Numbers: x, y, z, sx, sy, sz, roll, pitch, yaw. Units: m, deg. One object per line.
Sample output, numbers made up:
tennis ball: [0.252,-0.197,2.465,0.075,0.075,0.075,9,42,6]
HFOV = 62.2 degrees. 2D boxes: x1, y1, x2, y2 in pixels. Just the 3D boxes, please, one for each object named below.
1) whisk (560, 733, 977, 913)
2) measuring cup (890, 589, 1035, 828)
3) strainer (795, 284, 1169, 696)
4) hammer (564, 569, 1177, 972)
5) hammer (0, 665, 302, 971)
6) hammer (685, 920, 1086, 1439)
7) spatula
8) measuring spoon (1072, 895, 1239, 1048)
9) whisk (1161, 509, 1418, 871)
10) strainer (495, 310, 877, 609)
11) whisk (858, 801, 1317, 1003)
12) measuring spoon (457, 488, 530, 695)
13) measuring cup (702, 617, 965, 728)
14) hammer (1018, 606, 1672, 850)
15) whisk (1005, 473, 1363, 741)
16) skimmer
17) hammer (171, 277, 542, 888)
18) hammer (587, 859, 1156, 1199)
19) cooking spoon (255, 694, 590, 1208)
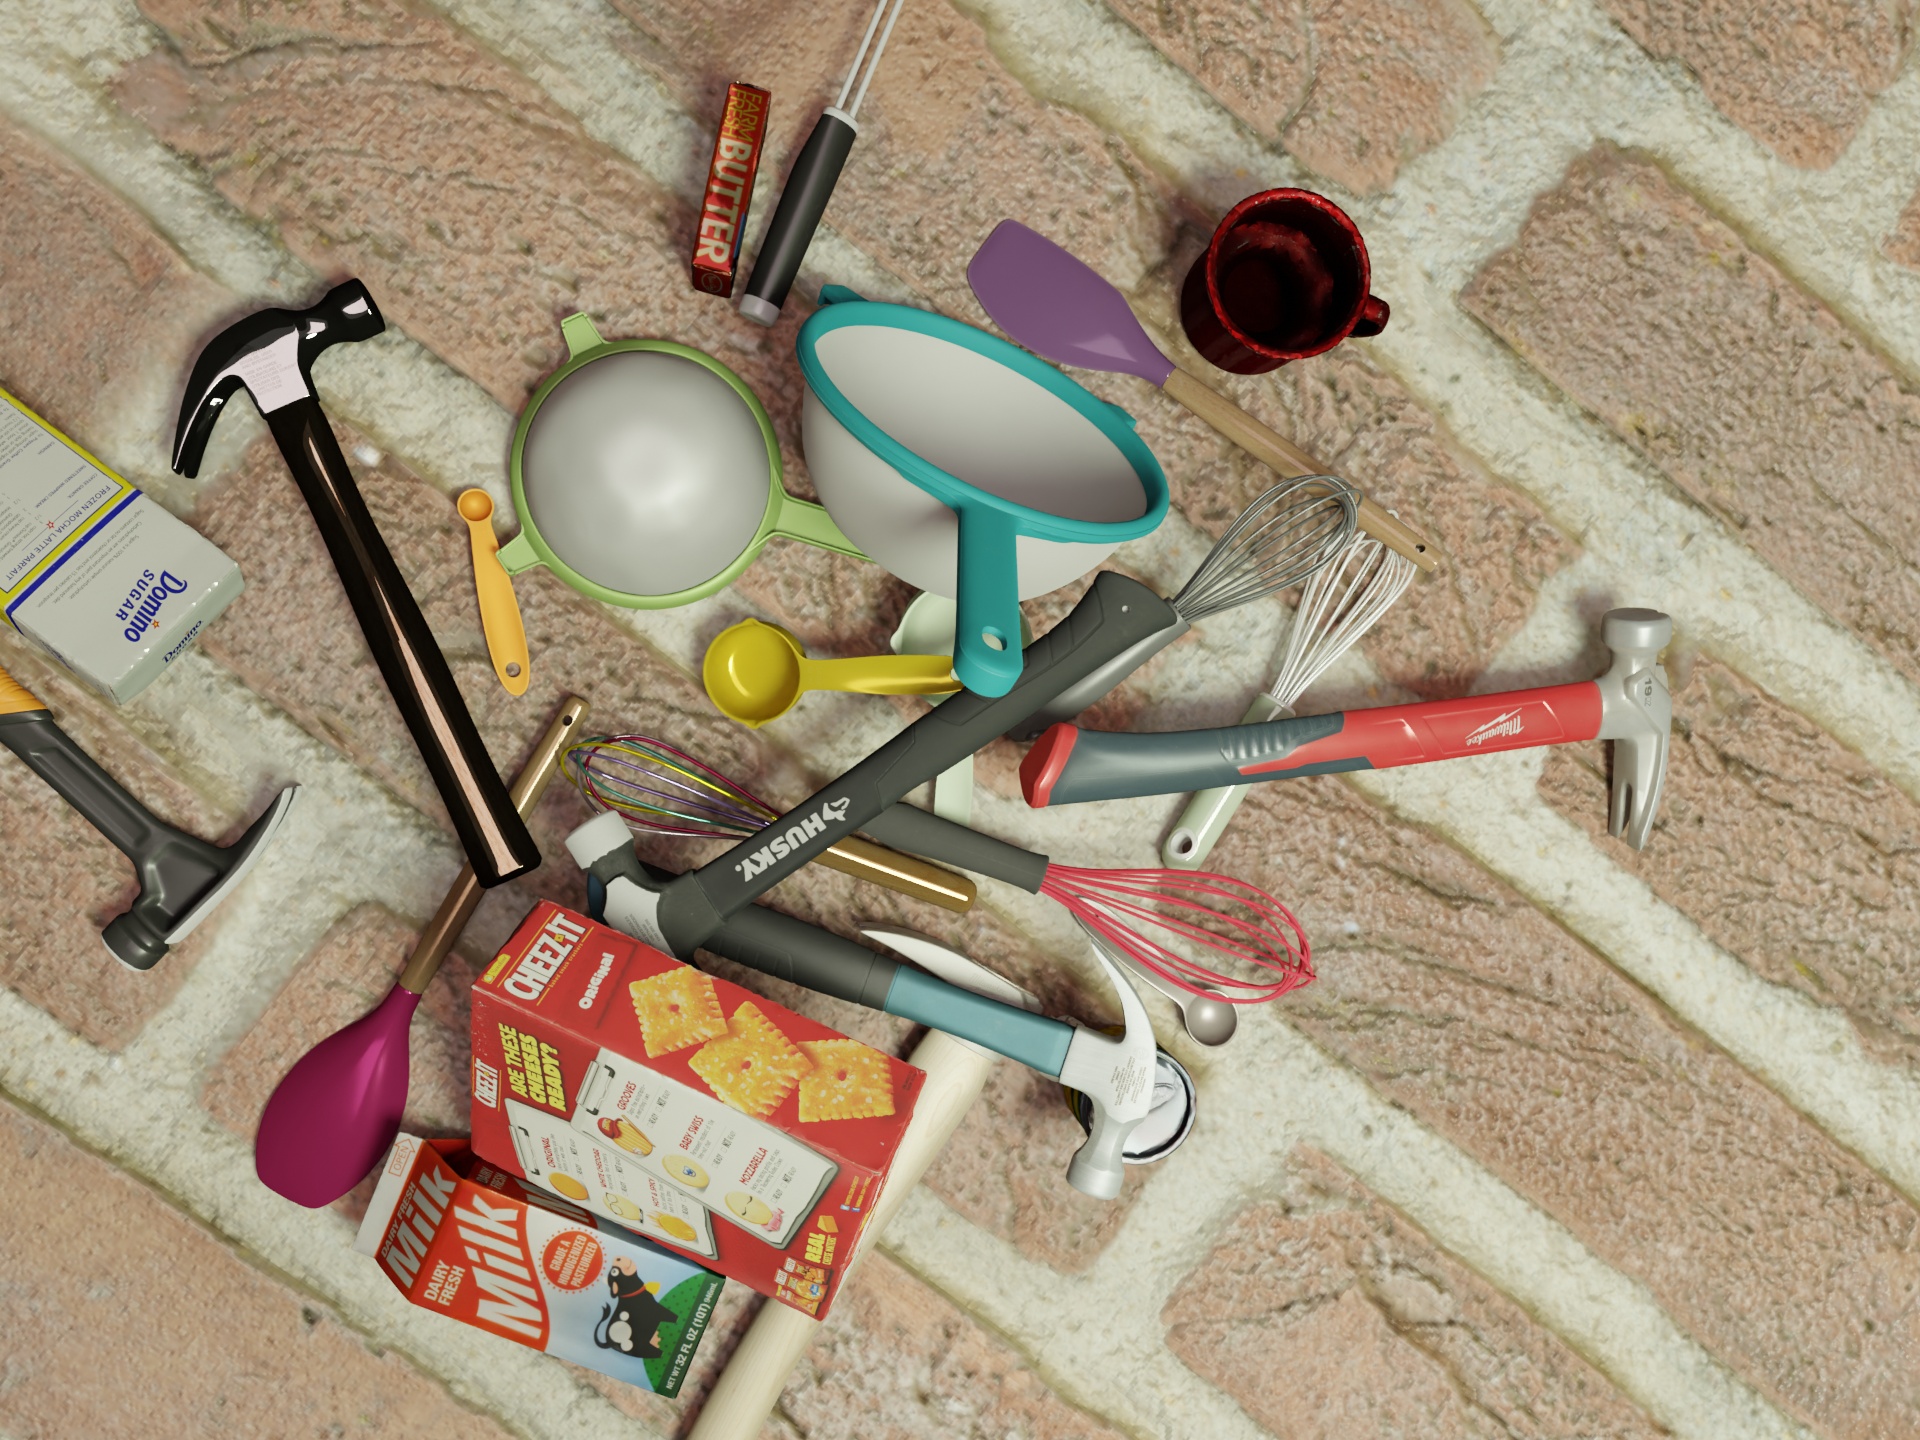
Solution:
whisk: [-0.106,0.061,0.894,0.245,0.051,0.047,21,110,-11]
measuring cup: [-0.001,-0.003,0.909,0.083,0.038,0.167,3,108,-3]
strainer: [-0.003,-0.090,0.791,0.211,0.341,0.095,21,124,-14]
hammer: [-0.031,0.031,0.834,0.335,0.035,0.146,-34,87,0]
hammer: [-0.514,-0.025,0.840,0.337,0.034,0.127,44,87,-6]
hammer: [-0.092,0.315,0.900,0.146,0.038,0.410,31,88,-5]
spatula: [0.138,-0.178,0.902,0.316,0.018,0.060,36,88,5]
measuring spoon: [0.111,0.146,0.934,0.124,0.018,0.034,41,70,0]
whisk: [0.189,-0.016,0.925,0.058,0.059,0.246,33,91,30]
strainer: [-0.120,-0.122,0.868,0.256,0.069,0.151,16,89,-8]
whisk: [0.064,0.093,0.896,0.296,0.073,0.073,20,89,-3]
measuring spoon: [-0.259,-0.071,0.885,0.021,0.011,0.117,-13,96,-18]
measuring cup: [-0.064,-0.027,0.881,0.156,0.029,0.062,1,99,7]
hammer: [0.224,0.026,0.901,0.386,0.038,0.143,-7,107,-12]
whisk: [0.121,-0.059,0.889,0.239,0.055,0.055,-36,96,13]
skimmer: [-0.027,-0.384,0.865,0.127,0.090,0.363,23,91,-38]
hammer: [-0.314,-0.063,0.856,0.130,0.031,0.331,-25,90,-5]
hammer: [-0.051,0.142,0.866,0.331,0.033,0.128,20,90,5]
cooking spoon: [-0.291,0.125,0.879,0.068,0.017,0.319,30,88,-5]
